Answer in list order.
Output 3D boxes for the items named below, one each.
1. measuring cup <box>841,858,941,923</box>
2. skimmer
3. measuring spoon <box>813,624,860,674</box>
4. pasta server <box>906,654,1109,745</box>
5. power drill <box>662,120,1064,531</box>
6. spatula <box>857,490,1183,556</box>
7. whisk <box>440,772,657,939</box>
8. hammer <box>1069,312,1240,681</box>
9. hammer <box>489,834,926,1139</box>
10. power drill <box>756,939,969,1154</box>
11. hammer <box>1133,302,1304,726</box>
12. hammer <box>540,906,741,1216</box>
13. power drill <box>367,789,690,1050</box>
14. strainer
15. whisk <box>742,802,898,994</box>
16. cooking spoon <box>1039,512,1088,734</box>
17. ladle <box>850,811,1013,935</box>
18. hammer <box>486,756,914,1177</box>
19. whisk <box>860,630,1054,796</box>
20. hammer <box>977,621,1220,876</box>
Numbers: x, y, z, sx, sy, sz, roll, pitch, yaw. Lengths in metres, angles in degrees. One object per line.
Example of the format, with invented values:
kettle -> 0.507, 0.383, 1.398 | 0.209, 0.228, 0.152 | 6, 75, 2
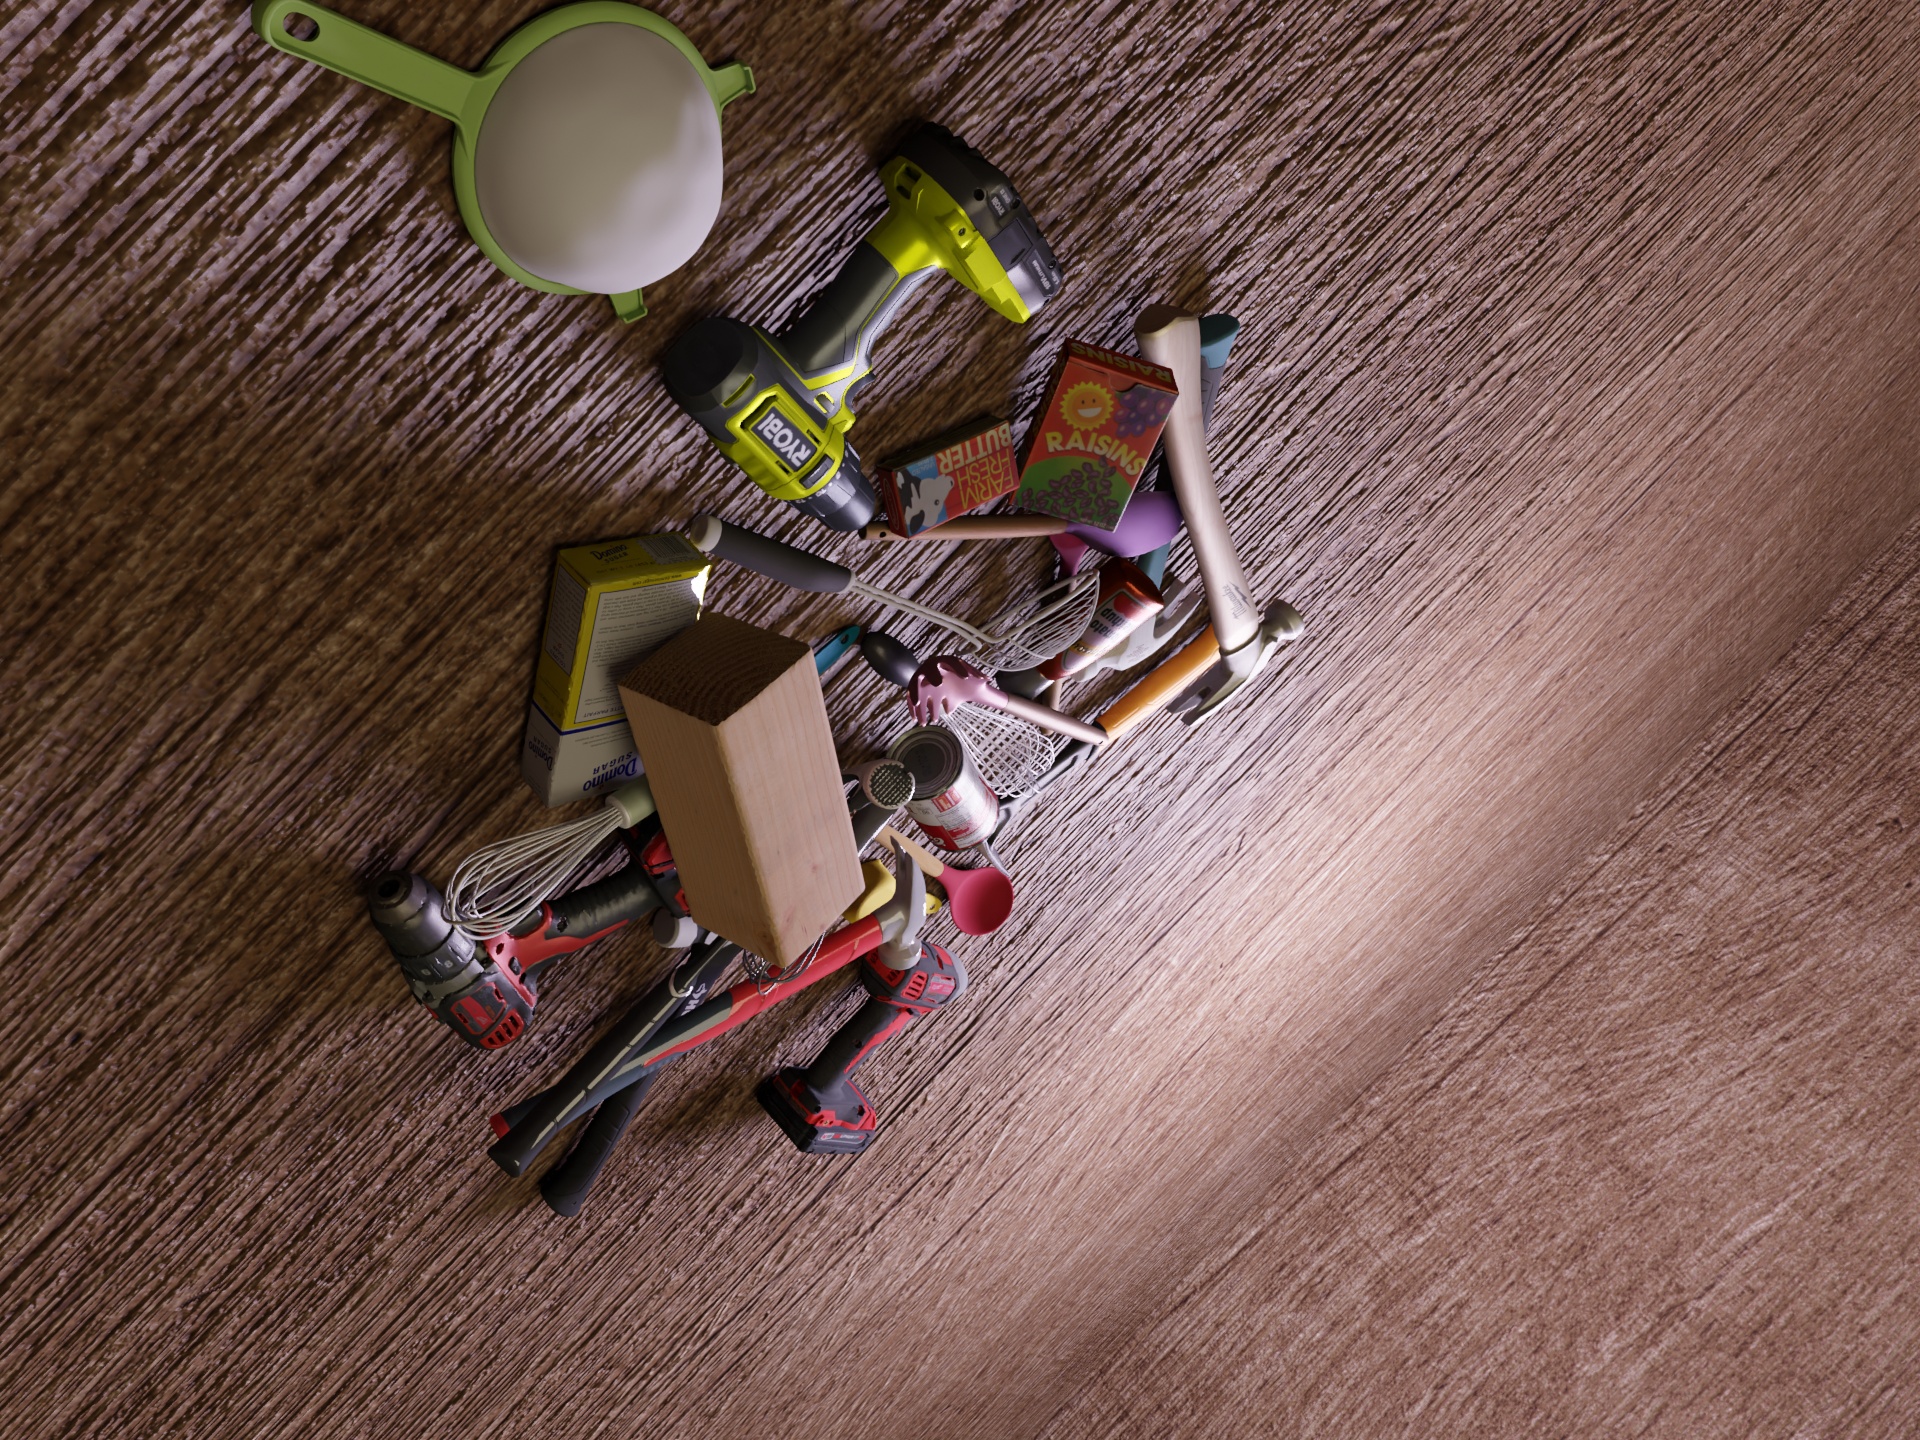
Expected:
measuring cup -> -0.055, 0.165, 1.430 | 0.062, 0.029, 0.156 | -53, 145, 10
skimmer -> -0.040, -0.109, 1.139 | 0.363, 0.090, 0.127 | 17, 151, -42
measuring spoon -> -0.125, -0.033, 1.158 | 0.128, 0.021, 0.042 | -42, 148, -24
pasta server -> 0.049, -0.005, 1.286 | 0.060, 0.040, 0.316 | -39, 152, 19
power drill -> -0.050, -0.228, 0.973 | 0.228, 0.080, 0.190 | -45, 147, 3
spatula -> 0.056, -0.146, 1.205 | 0.315, 0.018, 0.059 | -7, 128, -37
whisk -> -0.227, 0.063, 1.027 | 0.246, 0.059, 0.057 | -36, 122, -35
hammer -> 0.170, -0.179, 1.314 | 0.128, 0.033, 0.330 | -21, 140, -33
hammer -> -0.192, 0.225, 1.269 | 0.386, 0.038, 0.143 | -26, 141, -26
power drill -> -0.081, 0.304, 1.515 | 0.219, 0.079, 0.143 | -54, 147, 7
hammer -> 0.189, -0.158, 1.278 | 0.146, 0.038, 0.410 | -41, 141, -12
hammer -> -0.259, 0.287, 1.328 | 0.146, 0.035, 0.334 | 9, 119, -51
power drill -> -0.279, 0.117, 1.088 | 0.226, 0.080, 0.187 | -33, 145, -14
strainer -> -0.202, -0.275, 0.753 | 0.256, 0.069, 0.151 | 6, 121, -53
whisk -> -0.098, 0.118, 1.263 | 0.239, 0.055, 0.055 | -55, 154, -30
cooking spoon -> 0.085, -0.103, 1.313 | 0.068, 0.017, 0.318 | -15, 138, -18
ladle -> -0.033, 0.127, 1.419 | 0.069, 0.031, 0.315 | -57, 146, -5
hammer -> -0.194, 0.177, 1.178 | 0.409, 0.036, 0.149 | -46, -170, -9
whisk -> -0.003, -0.003, 1.289 | 0.070, 0.070, 0.284 | -48, 142, 2
hammer -> 0.142, 0.009, 1.483 | 0.337, 0.034, 0.127 | -38, 146, -13
